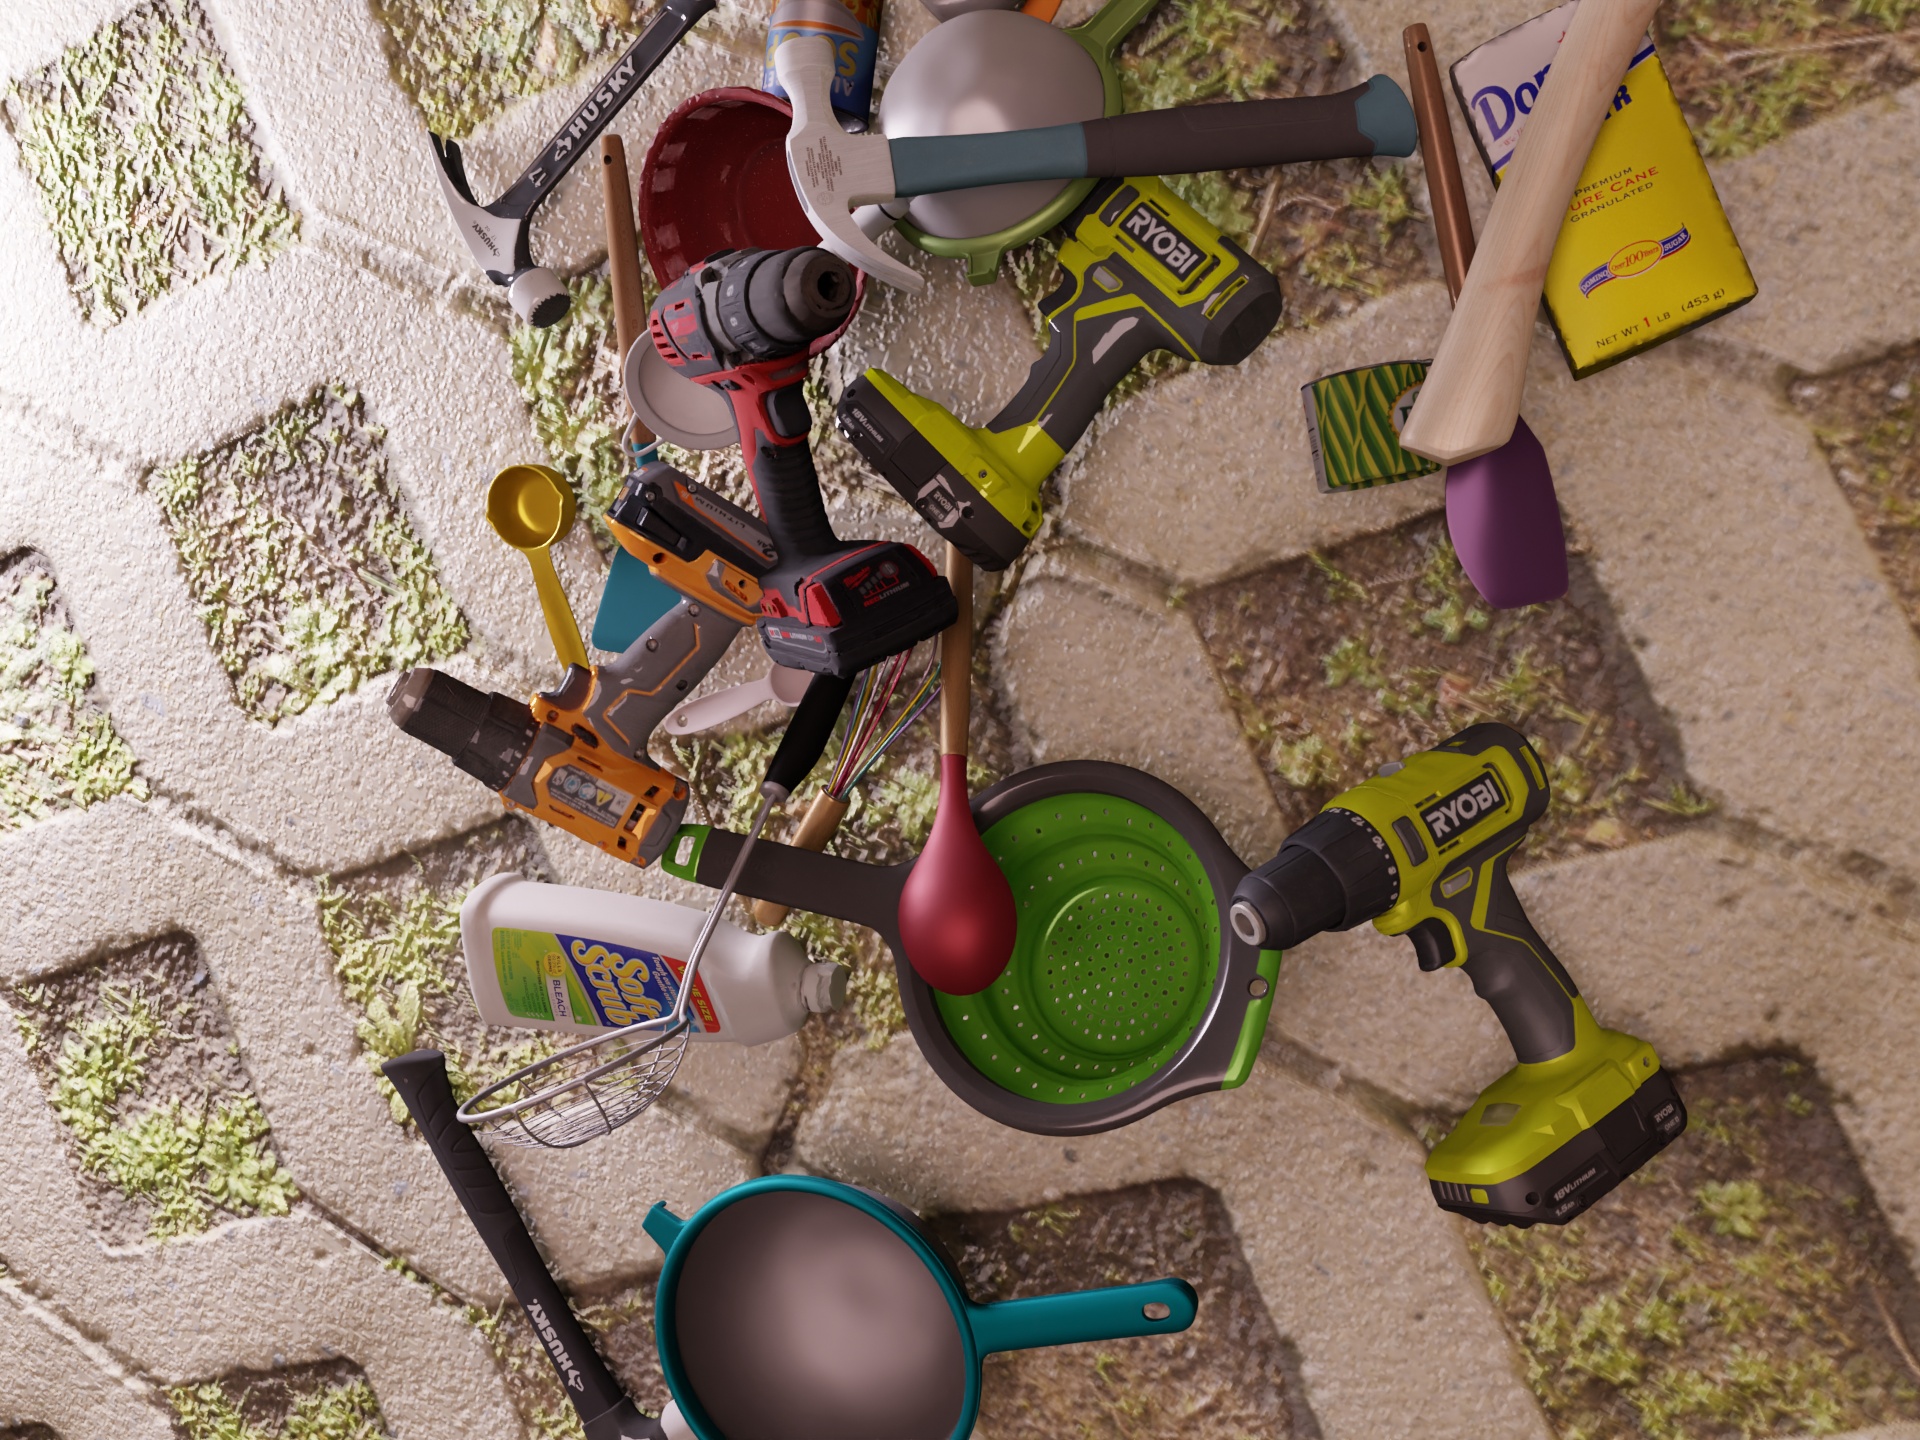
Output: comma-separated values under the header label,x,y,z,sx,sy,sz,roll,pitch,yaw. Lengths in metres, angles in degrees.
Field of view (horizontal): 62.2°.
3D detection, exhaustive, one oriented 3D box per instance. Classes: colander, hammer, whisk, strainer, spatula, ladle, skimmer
label,x,y,z,sx,sy,sz,roll,pitch,yaw
colander,0.003,0.119,0.934,0.397,0.094,0.204,10,78,28
hammer,0.301,-0.327,0.777,0.146,0.038,0.410,24,99,18
hammer,0.076,-0.299,0.827,0.331,0.033,0.128,-8,93,-7
hammer,-0.181,-0.443,0.996,0.409,0.036,0.149,-42,78,17
whisk,-0.070,0.027,0.985,0.051,0.047,0.245,34,108,11
strainer,-0.016,0.354,0.963,0.340,0.095,0.211,-14,92,19
strainer,0.047,-0.372,0.869,0.256,0.069,0.152,-43,58,9
spatula,-0.205,-0.199,0.996,0.082,0.044,0.317,3,110,18
ladle,-0.001,-0.003,0.908,0.069,0.031,0.316,-6,69,18
strainer,-0.110,-0.237,0.925,0.258,0.050,0.086,-32,120,33
spatula,0.271,-0.216,0.851,0.060,0.018,0.316,-10,90,2
hammer,-0.310,0.376,1.104,0.146,0.035,0.335,-36,81,18
skimmer,-0.156,0.079,0.907,0.090,0.127,0.363,33,66,-20

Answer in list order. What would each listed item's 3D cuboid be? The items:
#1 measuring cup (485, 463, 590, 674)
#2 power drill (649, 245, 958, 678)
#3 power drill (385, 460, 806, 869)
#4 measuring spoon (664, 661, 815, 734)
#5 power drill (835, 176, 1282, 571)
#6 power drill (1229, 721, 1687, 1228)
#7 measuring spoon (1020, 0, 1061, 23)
label,x,y,z,sx,sy,sz,roll,pitch,yaw
measuring cup,-0.270,-0.096,1.065,0.062,0.029,0.156,-11,102,21
power drill,-0.080,-0.141,0.847,0.188,0.080,0.226,11,125,60
power drill,-0.214,-0.045,0.955,0.185,0.084,0.226,30,91,-22
measuring spoon,-0.140,-0.014,1.025,0.124,0.018,0.034,-18,88,27
power drill,0.045,-0.210,0.896,0.223,0.080,0.171,-45,67,7
power drill,0.251,0.134,0.810,0.228,0.190,0.080,64,155,2
measuring spoon,0.040,-0.407,0.927,0.021,0.011,0.117,32,104,15
